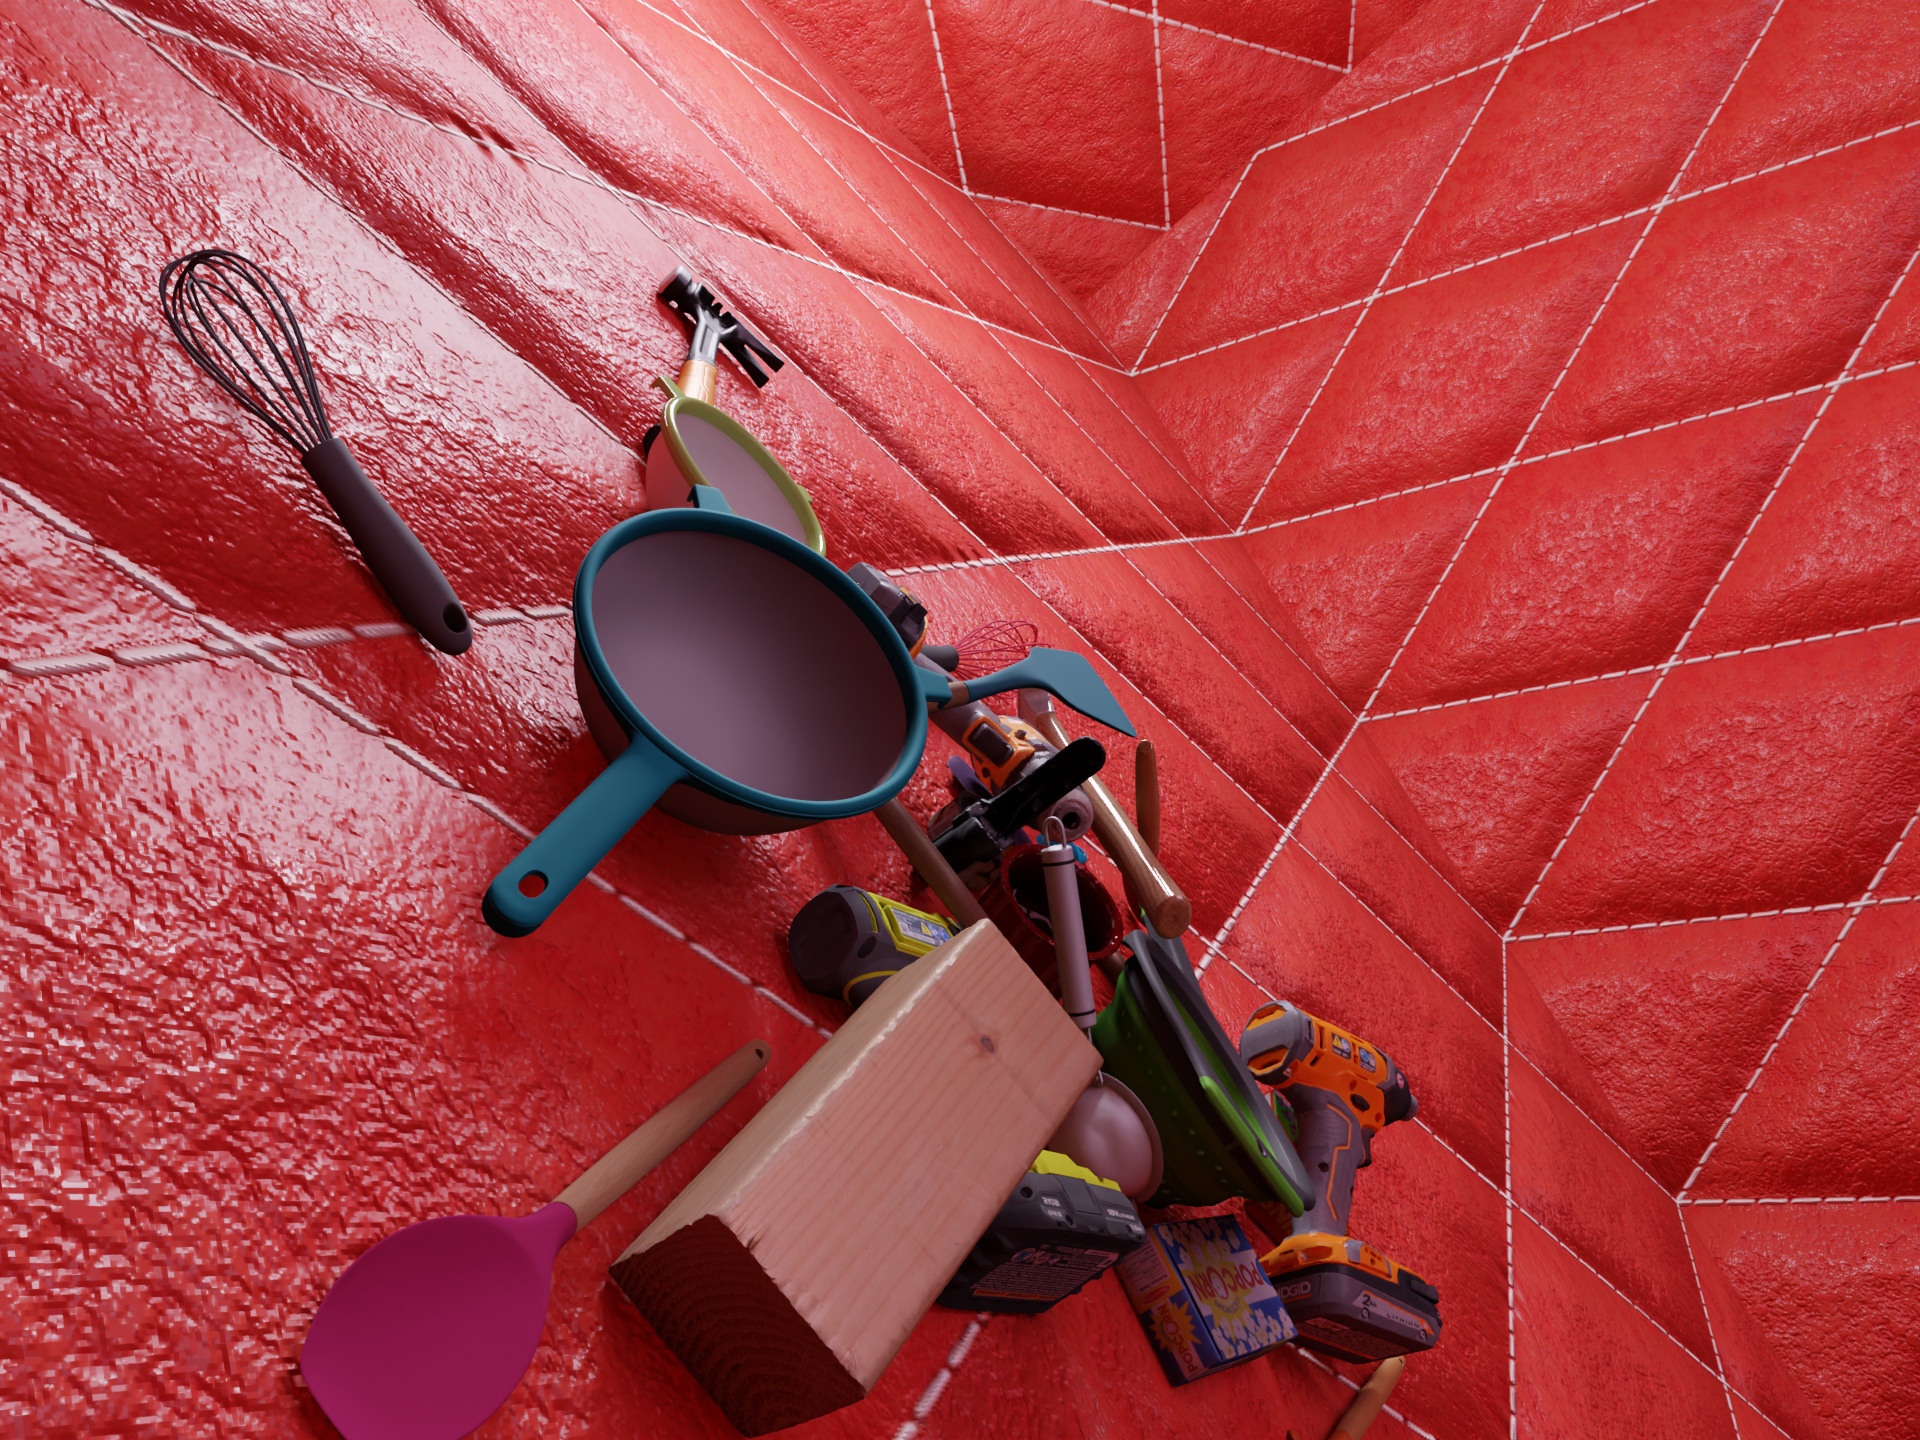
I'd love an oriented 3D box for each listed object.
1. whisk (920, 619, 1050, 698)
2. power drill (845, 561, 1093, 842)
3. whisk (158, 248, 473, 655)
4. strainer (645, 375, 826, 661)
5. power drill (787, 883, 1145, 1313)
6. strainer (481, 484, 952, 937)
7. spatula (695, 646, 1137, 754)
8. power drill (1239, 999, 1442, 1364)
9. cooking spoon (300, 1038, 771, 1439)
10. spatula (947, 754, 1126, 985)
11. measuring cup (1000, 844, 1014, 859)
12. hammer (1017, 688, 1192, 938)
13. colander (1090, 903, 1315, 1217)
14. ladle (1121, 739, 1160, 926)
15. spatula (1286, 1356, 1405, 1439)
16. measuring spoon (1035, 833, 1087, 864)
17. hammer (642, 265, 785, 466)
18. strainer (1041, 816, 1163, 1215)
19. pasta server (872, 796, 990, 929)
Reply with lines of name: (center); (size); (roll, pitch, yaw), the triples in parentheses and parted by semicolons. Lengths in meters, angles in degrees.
whisk: (-0.002, -0.051, 1.332); (0.073, 0.073, 0.295); (57, 25, 14)
power drill: (-0.002, -0.004, 1.134); (0.226, 0.084, 0.185); (42, 2, -19)
whisk: (-0.314, -0.133, 0.789); (0.239, 0.055, 0.055); (56, 19, -2)
strainer: (-0.158, -0.111, 1.062); (0.151, 0.069, 0.257); (37, 25, -36)
power drill: (0.006, 0.202, 0.873); (0.171, 0.080, 0.223); (29, 27, -49)
strainer: (-0.153, 0.021, 0.833); (0.211, 0.095, 0.340); (40, 38, -3)
spatula: (-0.022, -0.004, 1.018); (0.317, 0.044, 0.082); (-11, 53, -30)
power drill: (0.277, 0.328, 1.131); (0.164, 0.084, 0.227); (28, 47, -28)
cooking spoon: (-0.146, 0.188, 0.635); (0.069, 0.017, 0.319); (51, 20, 4)
spatula: (0.091, 0.152, 1.236); (0.316, 0.018, 0.060); (52, 15, 3)
measuring cup: (0.057, 0.116, 1.124); (0.062, 0.029, 0.156); (-75, 147, -50)
hammer: (0.100, 0.056, 1.202); (0.332, 0.031, 0.130); (-120, -158, -59)
colander: (0.132, 0.225, 1.105); (0.204, 0.094, 0.397); (54, 7, -12)
ladle: (0.144, 0.088, 1.229); (0.069, 0.031, 0.315); (60, -7, 27)
spatula: (0.263, 0.461, 1.042); (0.081, 0.041, 0.322); (58, 19, 18)
measuring spoon: (0.092, 0.104, 1.295); (0.042, 0.021, 0.128); (53, 11, 13)
hammer: (-0.207, -0.268, 1.285); (0.127, 0.034, 0.337); (42, 22, -24)
strainer: (0.070, 0.185, 0.946); (0.050, 0.087, 0.258); (-9, 91, -46)
pasta server: (-0.056, 0.034, 0.992); (0.060, 0.040, 0.317); (-11, 46, -36)
